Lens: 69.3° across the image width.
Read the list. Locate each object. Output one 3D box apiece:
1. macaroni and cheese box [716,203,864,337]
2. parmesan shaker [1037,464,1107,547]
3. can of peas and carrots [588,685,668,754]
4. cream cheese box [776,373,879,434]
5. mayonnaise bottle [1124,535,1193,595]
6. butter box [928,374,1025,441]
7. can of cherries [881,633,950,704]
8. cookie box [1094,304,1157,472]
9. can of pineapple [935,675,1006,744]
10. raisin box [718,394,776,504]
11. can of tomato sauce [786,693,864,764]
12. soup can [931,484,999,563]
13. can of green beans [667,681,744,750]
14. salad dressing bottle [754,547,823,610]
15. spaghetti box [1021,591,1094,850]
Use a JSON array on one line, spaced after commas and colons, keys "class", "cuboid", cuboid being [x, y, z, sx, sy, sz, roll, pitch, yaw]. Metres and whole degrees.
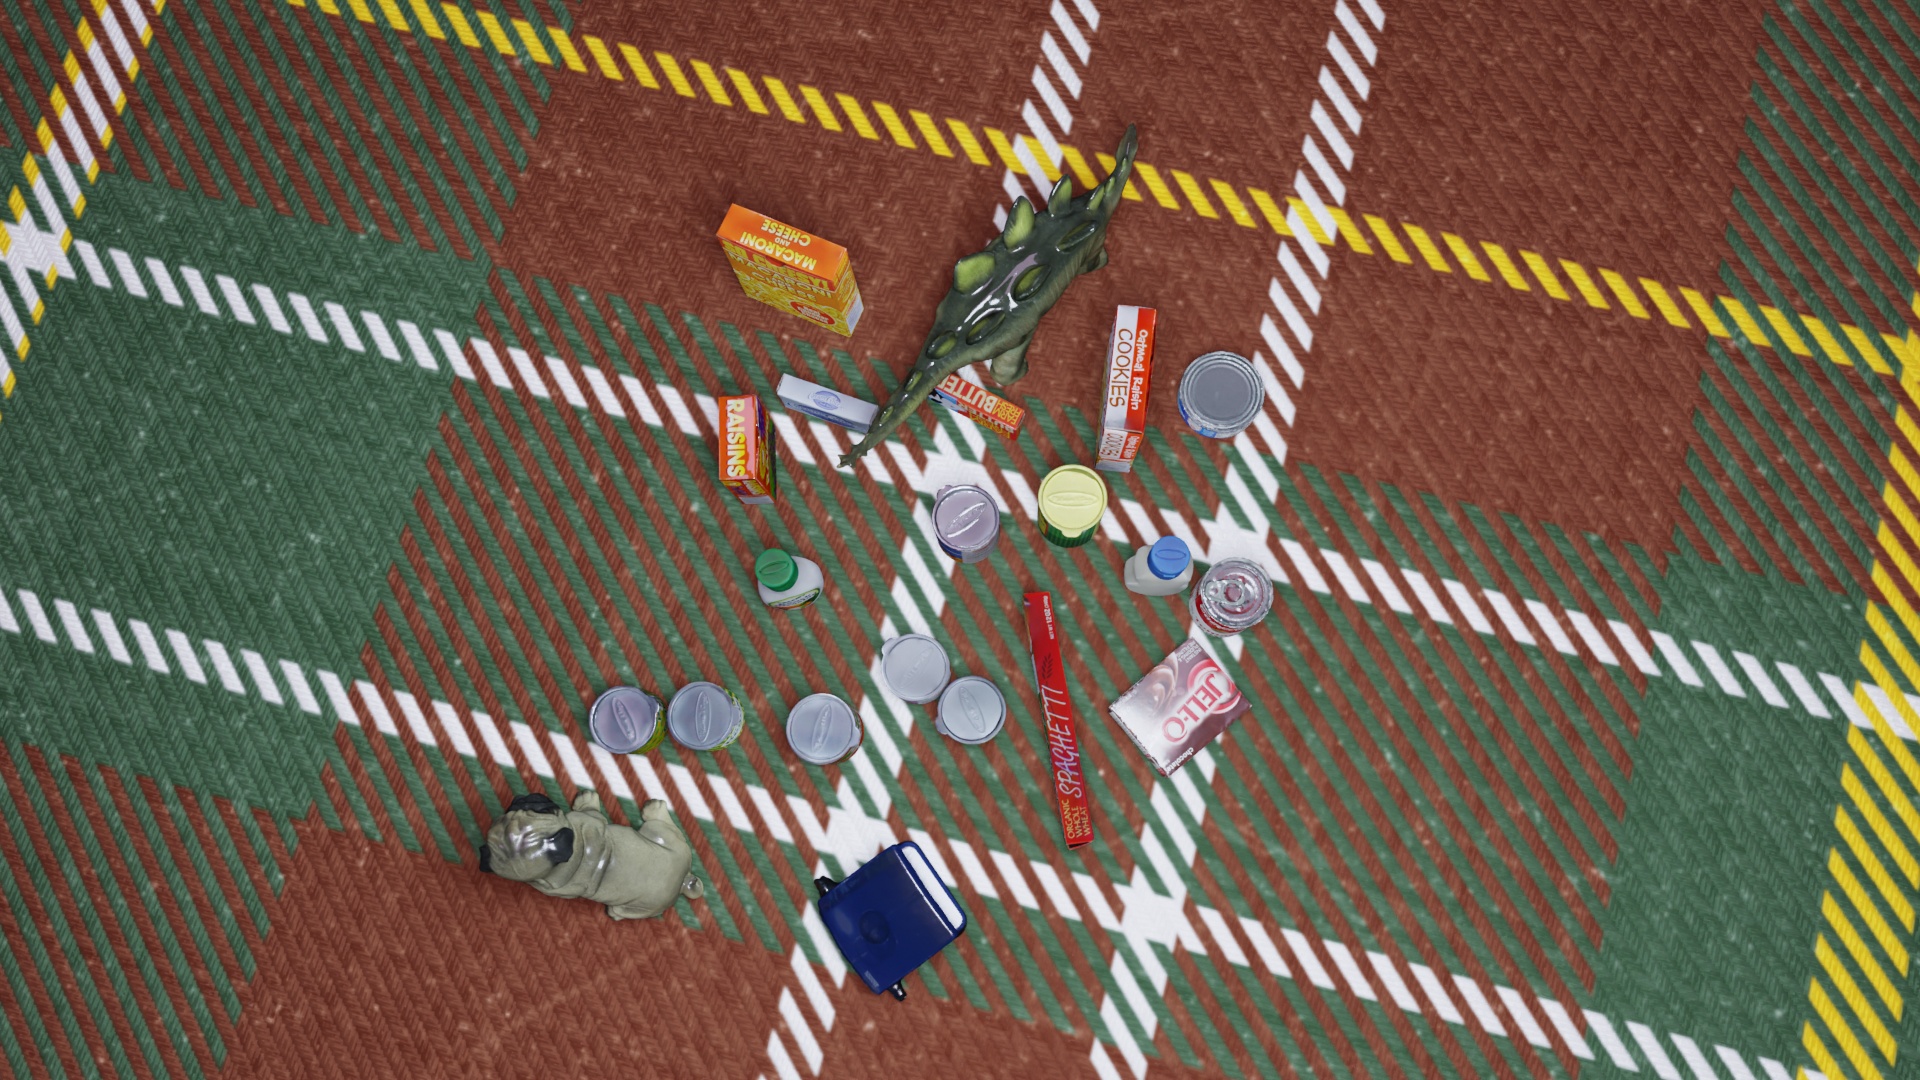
[{"class": "macaroni and cheese box", "cuboid": [-0.167, -0.267, 1.394, 0.124, 0.166, 0.040, 23, 82, 5]}, {"class": "parmesan shaker", "cuboid": [0.109, -0.029, 1.375, 0.071, 0.103, 0.071, 0, 80, 2]}, {"class": "can of peas and carrots", "cuboid": [-0.324, 0.177, 1.372, 0.071, 0.058, 0.071, 0, 80, 2]}, {"class": "cream cheese box", "cuboid": [-0.134, -0.138, 1.427, 0.104, 0.053, 0.024, 19, 81, 5]}, {"class": "mayonnaise bottle", "cuboid": [0.195, 0.025, 1.340, 0.065, 0.148, 0.041, 3, 80, 2]}, {"class": "butter box", "cuboid": [0.017, -0.139, 1.423, 0.103, 0.053, 0.024, 27, 82, 6]}, {"class": "can of cherries", "cuboid": [-0.045, 0.126, 1.373, 0.071, 0.058, 0.071, 0, 80, 2]}, {"class": "cookie box", "cuboid": [0.161, -0.145, 1.362, 0.040, 0.167, 0.123, 6, 80, 3]}, {"class": "can of pineapple", "cuboid": [0.010, 0.168, 1.364, 0.071, 0.058, 0.071, 0, 80, 2]}, {"class": "raisin box", "cuboid": [-0.211, -0.088, 1.384, 0.040, 0.123, 0.086, -2, 80, 1]}, {"class": "can of tomato sauce", "cuboid": [-0.128, 0.185, 1.352, 0.071, 0.083, 0.071, 0, 80, 2]}, {"class": "soup can", "cuboid": [0.005, -0.017, 1.385, 0.071, 0.083, 0.071, 0, 80, 2]}, {"class": "can of green beans", "cuboid": [-0.250, 0.174, 1.370, 0.071, 0.057, 0.071, 0, 80, 2]}, {"class": "salad dressing bottle", "cuboid": [-0.170, 0.037, 1.348, 0.064, 0.147, 0.044, -16, 80, -1]}, {"class": "spaghetti box", "cuboid": [0.095, 0.175, 1.364, 0.029, 0.050, 0.250, -10, 79, 0]}]
